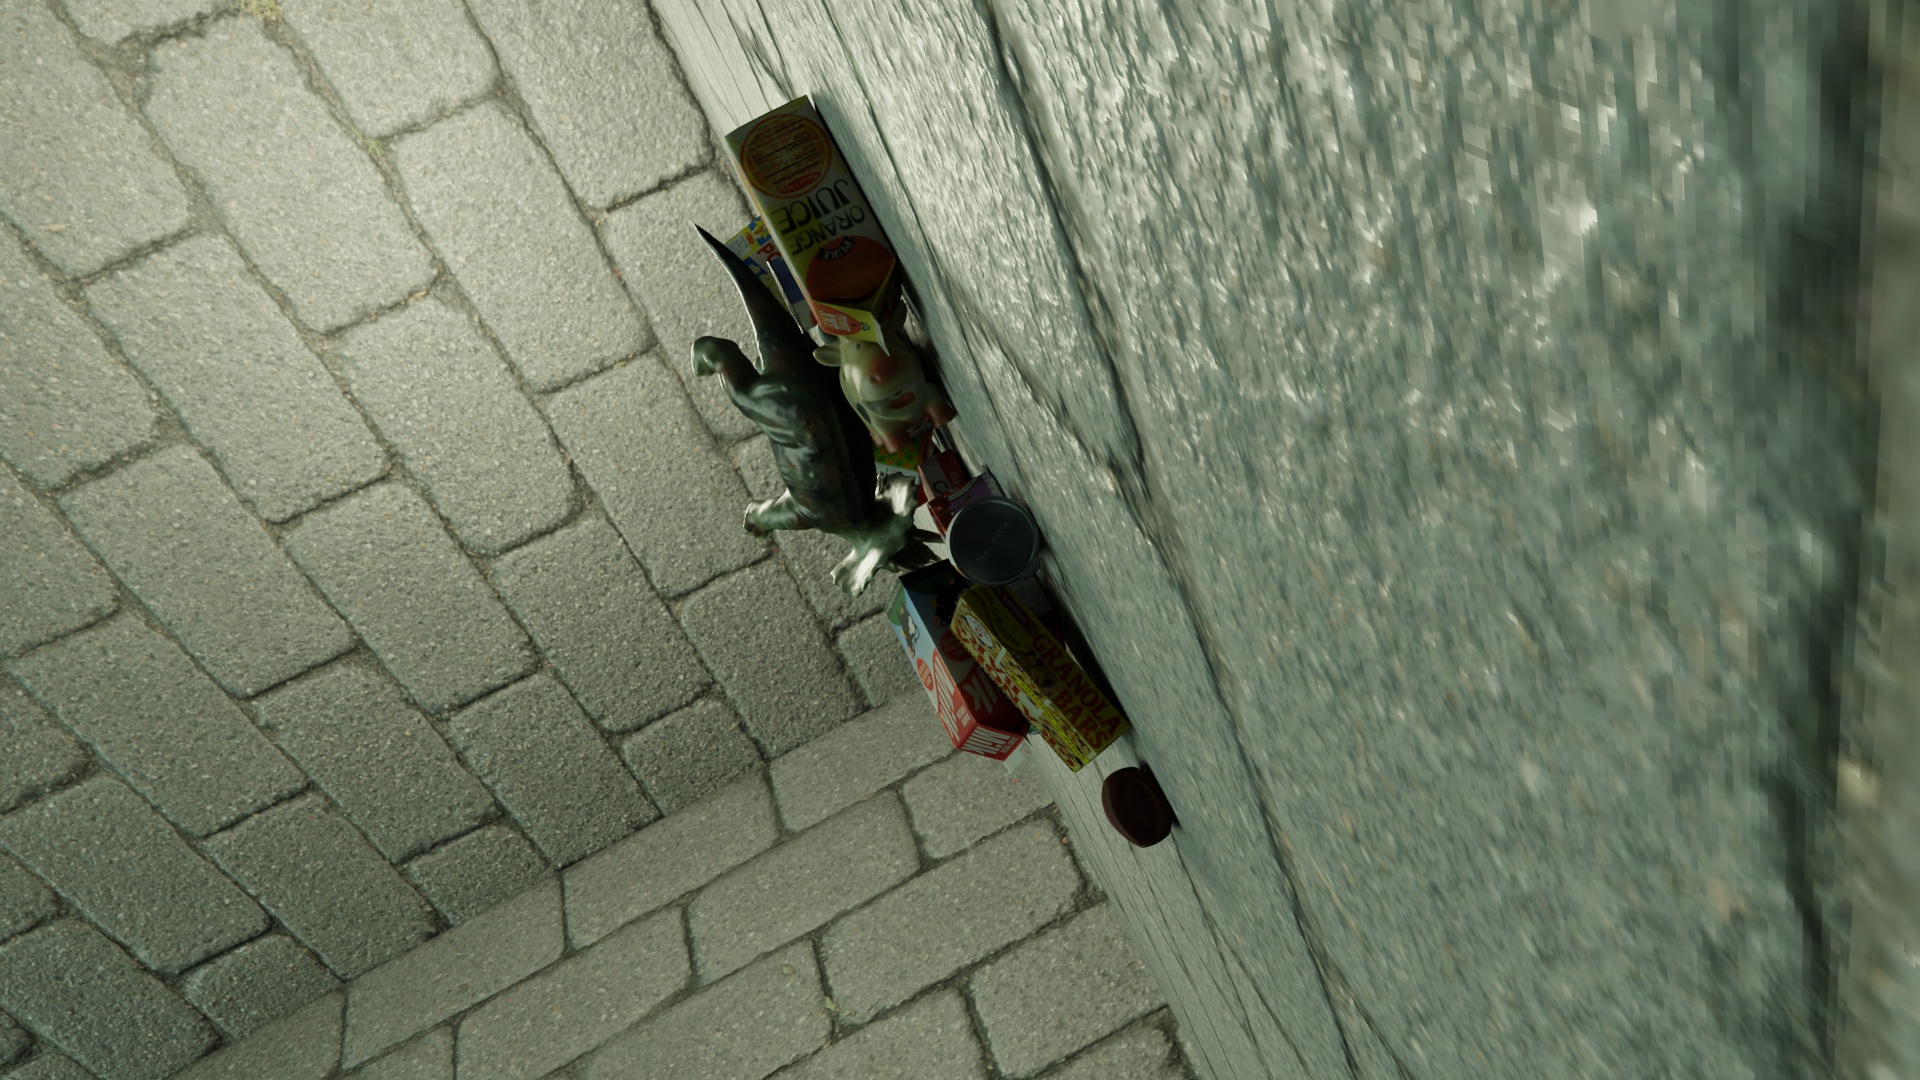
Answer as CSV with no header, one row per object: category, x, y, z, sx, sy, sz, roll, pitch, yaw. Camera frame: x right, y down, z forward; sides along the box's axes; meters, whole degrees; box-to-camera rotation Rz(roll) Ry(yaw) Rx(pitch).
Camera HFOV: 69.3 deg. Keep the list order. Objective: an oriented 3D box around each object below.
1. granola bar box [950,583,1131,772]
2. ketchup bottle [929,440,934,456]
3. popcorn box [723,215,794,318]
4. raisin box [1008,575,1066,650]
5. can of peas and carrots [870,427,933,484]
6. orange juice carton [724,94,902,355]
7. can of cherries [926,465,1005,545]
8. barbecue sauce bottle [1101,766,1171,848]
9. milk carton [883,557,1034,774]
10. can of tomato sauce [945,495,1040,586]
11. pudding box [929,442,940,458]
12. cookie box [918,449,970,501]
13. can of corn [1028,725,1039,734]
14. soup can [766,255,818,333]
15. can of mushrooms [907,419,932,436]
granola bar box,0.061,0.111,1.138,0.166,0.039,0.124,49,166,10
ketchup bottle,-0.069,-0.149,1.474,0.148,0.043,0.065,65,179,-36
popcorn box,-0.181,-0.289,1.450,0.038,0.085,0.126,59,-169,30
raisin box,0.046,0.041,1.242,0.124,0.040,0.085,59,176,31
can of peas and carrots,-0.062,-0.098,1.435,0.071,0.059,0.071,5,-82,-87
orange juice carton,-0.102,-0.232,1.060,0.193,0.073,0.071,62,176,10
can of cherries,0.010,-0.018,1.153,0.071,0.058,0.071,62,176,7
barbecue sauce bottle,0.143,0.223,1.163,0.065,0.044,0.148,62,177,10
milk carton,0.010,0.115,1.239,0.191,0.074,0.072,62,155,18
can of tomato sauce,0.025,0.002,1.052,0.071,0.071,0.083,63,177,-1
pudding box,-0.025,-0.067,1.556,0.050,0.030,0.083,61,176,40
cookie box,0.005,-0.018,1.408,0.123,0.040,0.167,62,178,7
can of corn,0.080,0.139,1.294,0.058,0.071,0.071,64,176,-8
soup can,-0.112,-0.225,1.172,0.071,0.084,0.071,62,176,8
can of mushrooms,-0.053,-0.140,1.380,0.071,0.033,0.071,62,177,6
